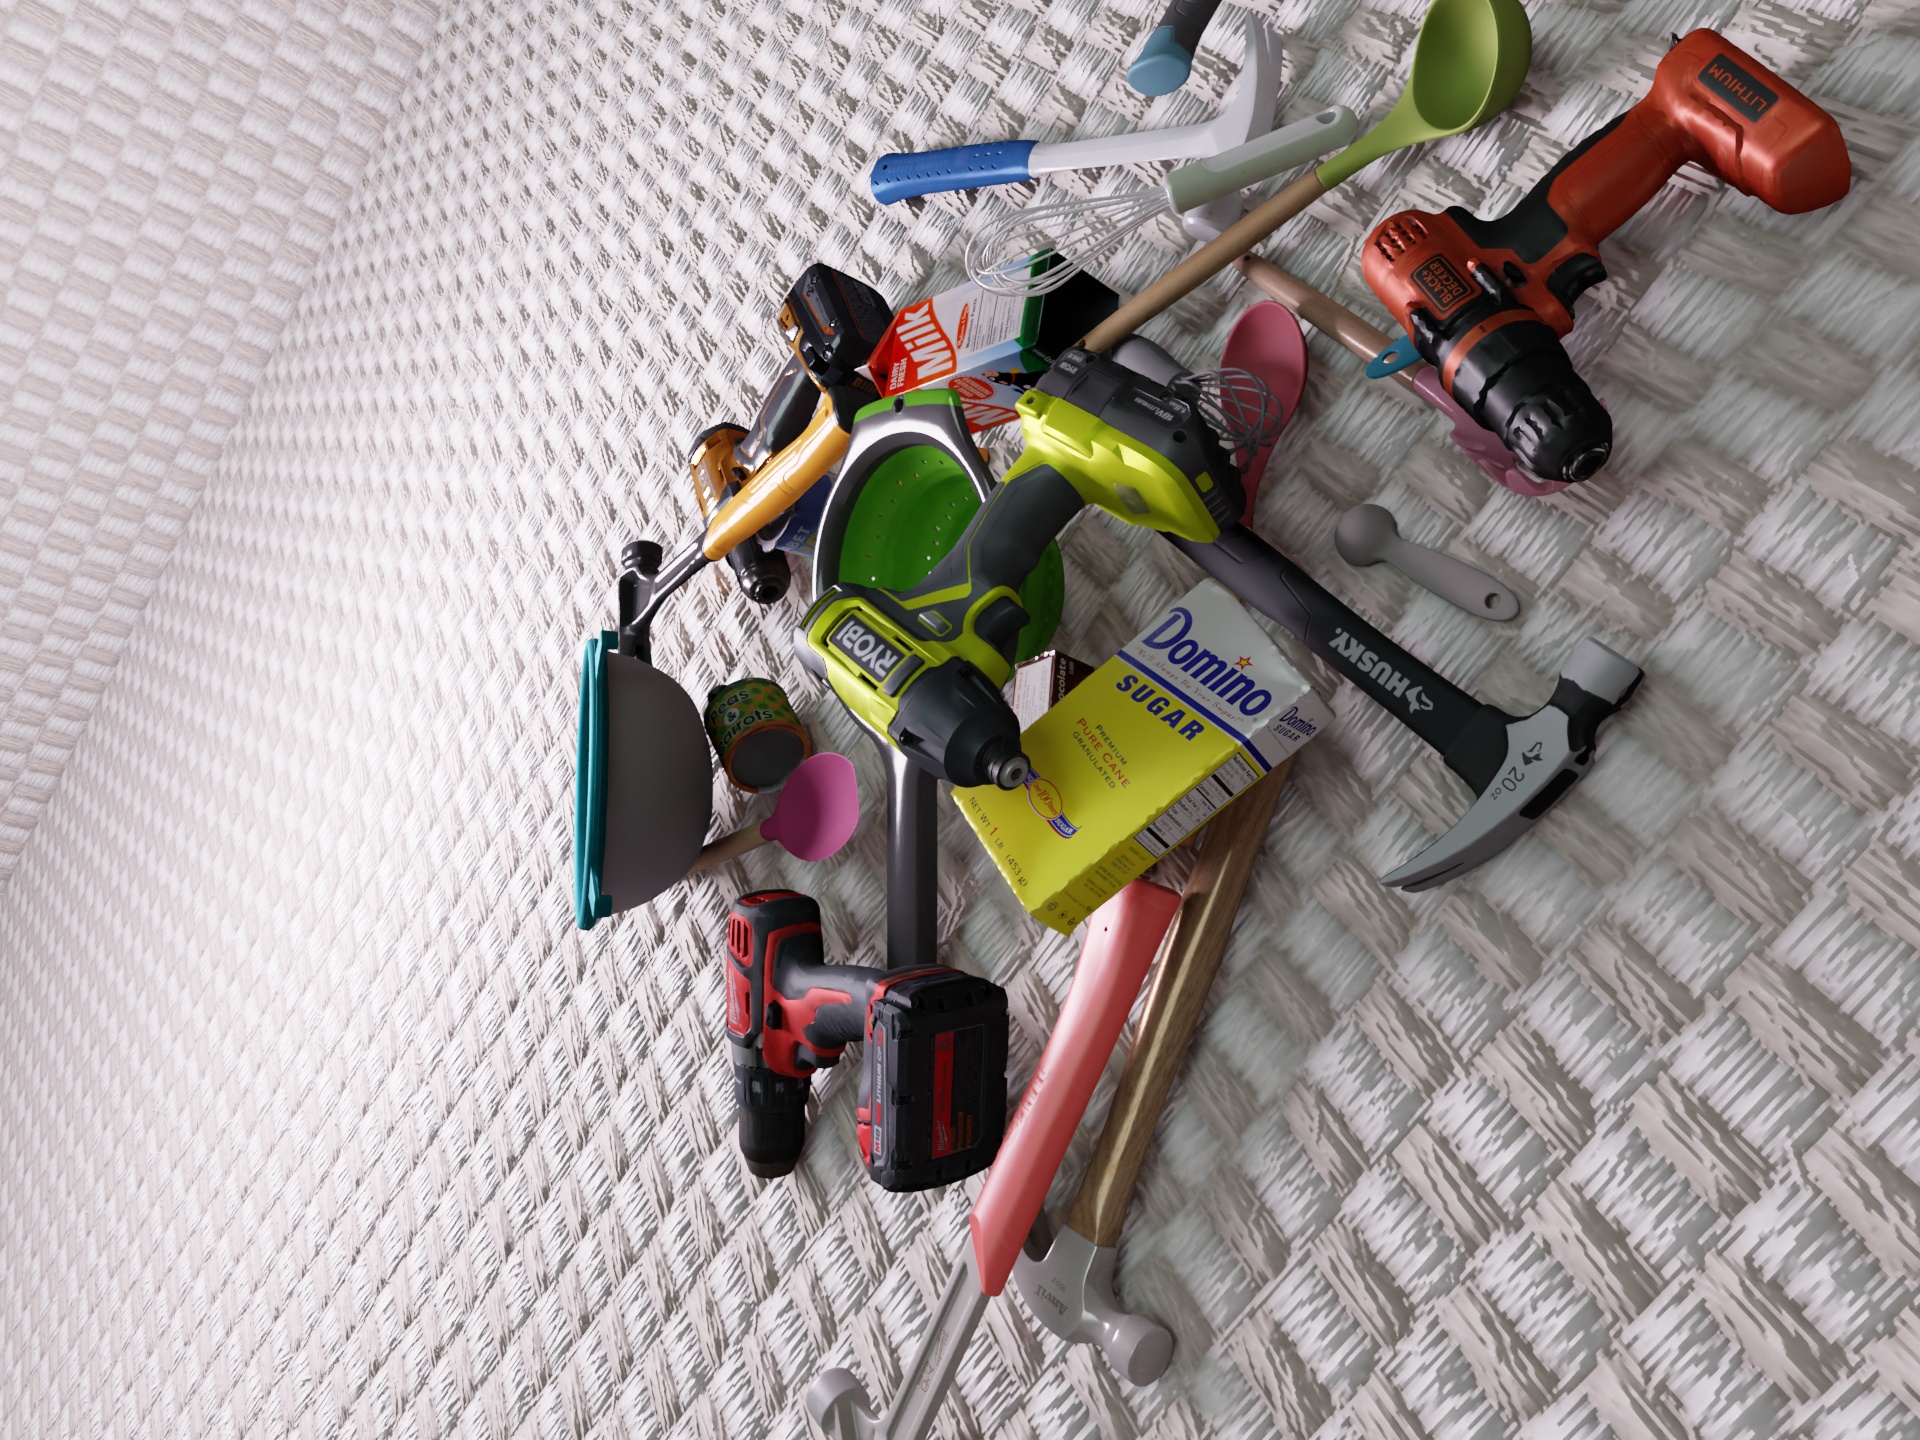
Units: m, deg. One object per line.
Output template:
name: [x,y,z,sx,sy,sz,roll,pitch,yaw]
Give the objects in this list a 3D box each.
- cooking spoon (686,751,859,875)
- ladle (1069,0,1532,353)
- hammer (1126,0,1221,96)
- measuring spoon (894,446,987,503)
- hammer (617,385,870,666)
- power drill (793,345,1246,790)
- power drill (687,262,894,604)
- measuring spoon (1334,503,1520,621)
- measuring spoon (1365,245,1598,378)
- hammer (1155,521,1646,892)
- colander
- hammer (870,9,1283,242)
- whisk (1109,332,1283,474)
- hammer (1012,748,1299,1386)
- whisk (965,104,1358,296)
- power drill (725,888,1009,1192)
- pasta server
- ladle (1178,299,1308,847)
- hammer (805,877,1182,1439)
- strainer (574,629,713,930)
cooking spoon: [-0.146,0.082,1.123,0.319,0.017,0.069,-24,69,55]
ladle: [0.180,-0.300,0.915,0.320,0.062,0.078,-31,62,32]
hammer: [0.199,-0.543,1.008,0.128,0.033,0.331,24,84,52]
measuring spoon: [-0.023,-0.177,1.150,0.117,0.011,0.021,-11,65,47]
hammer: [-0.164,-0.135,1.144,0.337,0.034,0.127,-31,55,47]
power drill: [0.035,-0.074,0.823,0.223,0.080,0.171,-48,46,-3]
power drill: [-0.129,-0.216,1.240,0.226,0.084,0.186,-49,43,29]
measuring spoon: [0.233,-0.080,0.807,0.124,0.018,0.034,41,105,48]
measuring spoon: [0.259,-0.216,0.804,0.128,0.021,0.042,-32,44,12]
hammer: [0.175,-0.053,0.823,0.146,0.035,0.335,-57,47,15]
colander: [-0.002,-0.003,1.004,0.204,0.094,0.397,3,94,52]
hammer: [0.065,-0.405,1.132,0.406,0.035,0.144,18,88,51]
whisk: [0.127,-0.195,0.924,0.055,0.055,0.239,-57,24,14]
hammer: [0.106,0.161,0.837,0.130,0.031,0.331,17,87,50]
whisk: [0.119,-0.314,0.958,0.246,0.059,0.058,-19,47,12]
power drill: [-0.072,0.214,0.970,0.227,0.080,0.188,11,101,51]
pasta server: [0.229,-0.198,0.850,0.060,0.040,0.317,-38,43,3]
ladle: [0.153,-0.084,0.896,0.069,0.031,0.315,-3,73,57]
hammer: [0.033,0.251,0.826,0.149,0.036,0.359,28,95,50]
strainer: [-0.246,0.055,1.220,0.340,0.095,0.211,153,118,-73]
